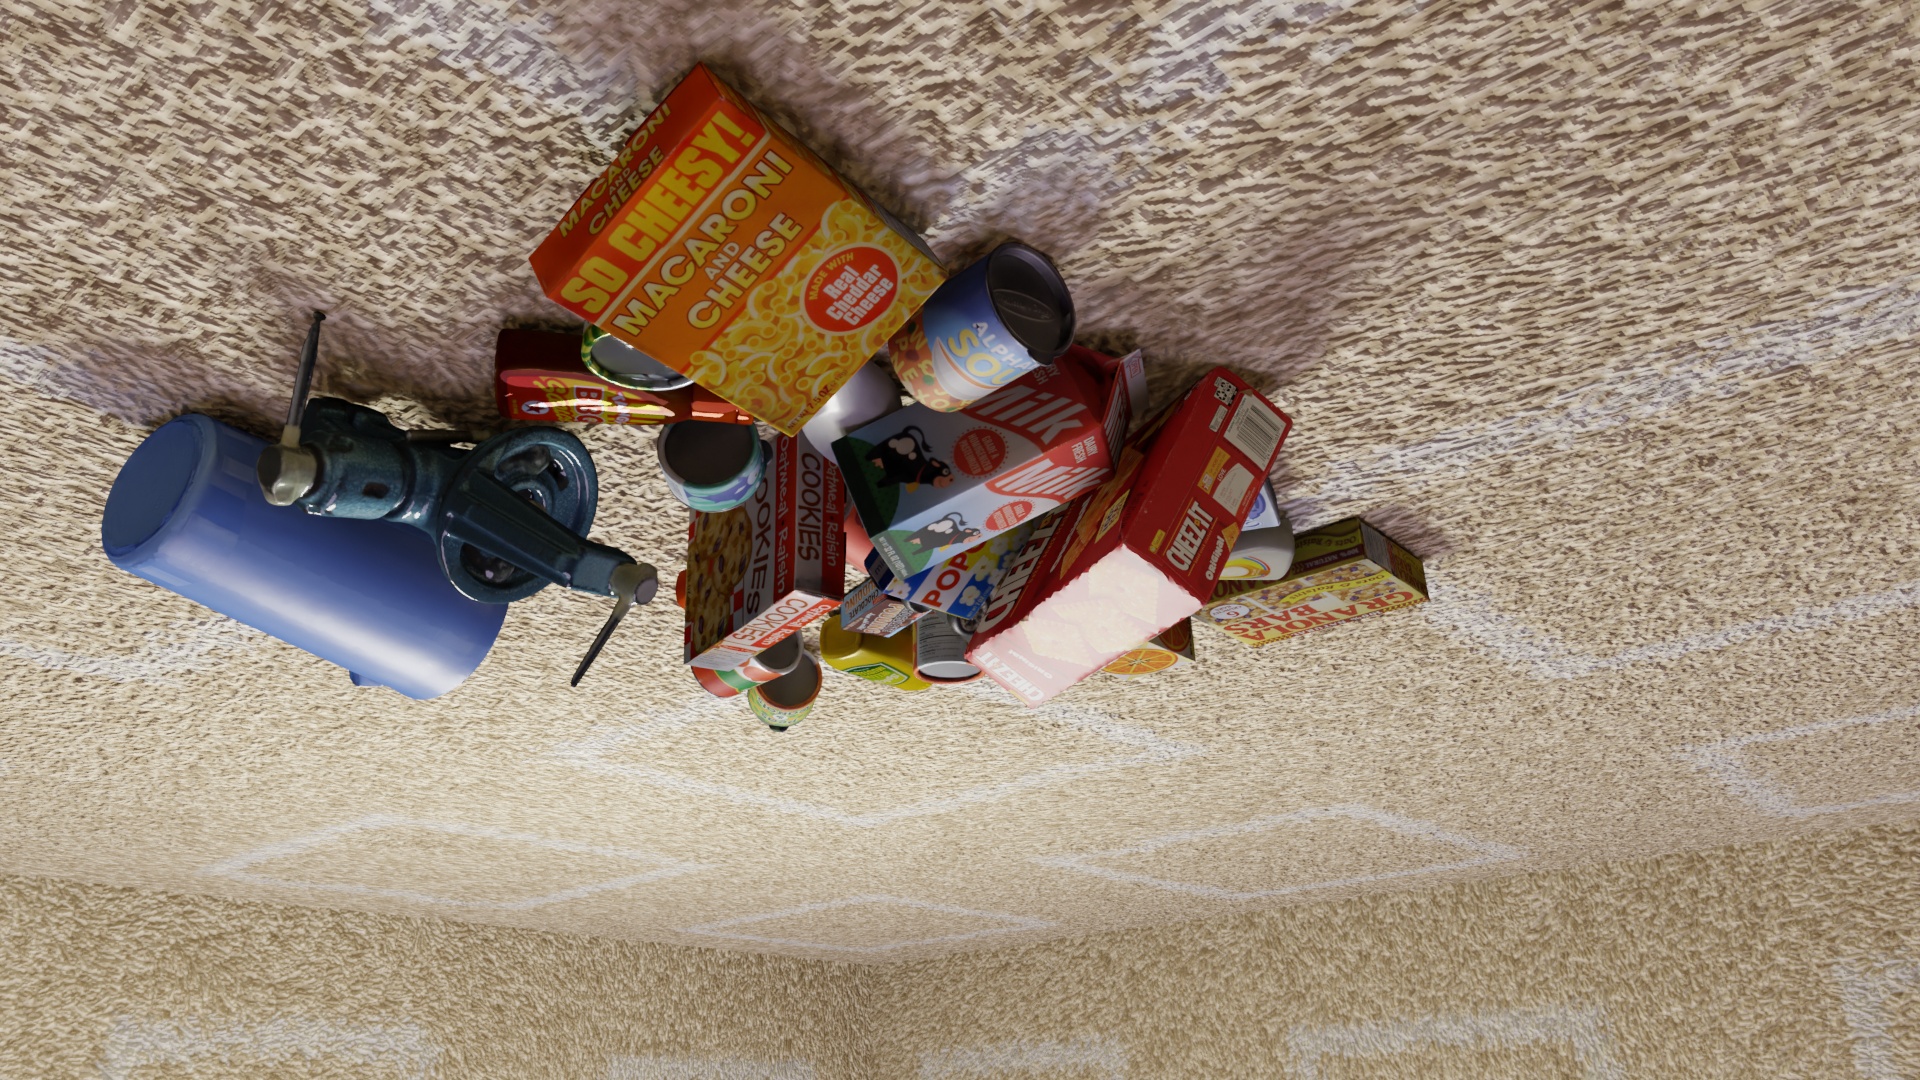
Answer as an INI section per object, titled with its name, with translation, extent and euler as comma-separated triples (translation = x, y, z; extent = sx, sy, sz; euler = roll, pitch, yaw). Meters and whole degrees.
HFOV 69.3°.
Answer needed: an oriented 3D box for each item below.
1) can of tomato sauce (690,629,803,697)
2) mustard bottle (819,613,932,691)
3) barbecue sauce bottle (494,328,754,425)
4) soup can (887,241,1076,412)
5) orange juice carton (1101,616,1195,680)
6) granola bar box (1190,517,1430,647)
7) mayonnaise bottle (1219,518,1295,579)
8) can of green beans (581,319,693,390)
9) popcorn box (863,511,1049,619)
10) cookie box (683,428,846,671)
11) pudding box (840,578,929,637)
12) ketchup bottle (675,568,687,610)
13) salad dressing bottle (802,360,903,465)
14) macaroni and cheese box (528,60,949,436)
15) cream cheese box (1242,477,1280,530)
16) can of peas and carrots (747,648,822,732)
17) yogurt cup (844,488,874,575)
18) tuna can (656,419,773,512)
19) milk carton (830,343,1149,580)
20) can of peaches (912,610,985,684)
[can of tomato sauce]
translation = -0.188, 0.098, 1.230
extent = 0.071, 0.071, 0.083
euler = 20, 148, -39
[mustard bottle]
translation = -0.062, 0.108, 1.284
extent = 0.065, 0.049, 0.160
euler = -14, 153, 32
[barbecue sauce bottle]
translation = -0.196, -0.093, 0.824
extent = 0.149, 0.044, 0.064
euler = 4, 155, -12
[soup can]
translation = 0.011, -0.112, 0.758
extent = 0.071, 0.071, 0.083
euler = 19, 149, -38
[orange juice carton]
translation = 0.110, 0.054, 1.143
extent = 0.073, 0.072, 0.192
euler = -21, 150, 35
[granola bar box]
translation = 0.286, 0.038, 1.158
extent = 0.165, 0.039, 0.124
euler = -20, 150, 35
[mayonnaise bottle]
translation = 0.180, 0.008, 1.080
extent = 0.148, 0.041, 0.064
euler = -1, 156, -2
[can of green beans]
translation = -0.168, -0.121, 0.745
extent = 0.071, 0.058, 0.071
euler = -1, 156, 0
[popcorn box]
translation = 0.003, -0.012, 0.948
extent = 0.085, 0.038, 0.126
euler = 21, 112, -40
[cookie box]
translation = -0.136, 0.008, 0.958
extent = 0.040, 0.123, 0.166
euler = 14, 152, -33
[pudding box]
translation = -0.062, 0.054, 1.183
extent = 0.050, 0.030, 0.083
euler = 12, 153, -30
[ketchup bottle]
translation = -0.155, 0.025, 1.097
extent = 0.148, 0.044, 0.064
euler = -20, 150, 35
[salad dressing bottle]
translation = -0.072, -0.094, 0.831
extent = 0.064, 0.044, 0.147
euler = -6, 155, 5
[macaroni and cheese box]
translation = -0.103, -0.134, 0.677
extent = 0.123, 0.040, 0.166
euler = -44, 140, 14
[cream cheese box]
translation = 0.197, -0.036, 1.003
extent = 0.053, 0.024, 0.103
euler = -9, 155, 18
[can of peas and carrots]
translation = -0.168, 0.141, 1.324
extent = 0.071, 0.071, 0.058
euler = 4, 155, -13
[yogurt cup]
translation = -0.071, -0.015, 0.987
extent = 0.054, 0.073, 0.072
euler = 29, 143, -36
[tuna can]
translation = -0.156, -0.055, 0.887
extent = 0.071, 0.071, 0.032
euler = -1, 155, -1
[milk carton]
translation = 0.027, -0.057, 0.845
extent = 0.191, 0.074, 0.072
euler = -25, 153, 0
[can of peaches]
translation = -0.009, 0.093, 1.240
extent = 0.071, 0.058, 0.071
euler = -1, 156, -1
